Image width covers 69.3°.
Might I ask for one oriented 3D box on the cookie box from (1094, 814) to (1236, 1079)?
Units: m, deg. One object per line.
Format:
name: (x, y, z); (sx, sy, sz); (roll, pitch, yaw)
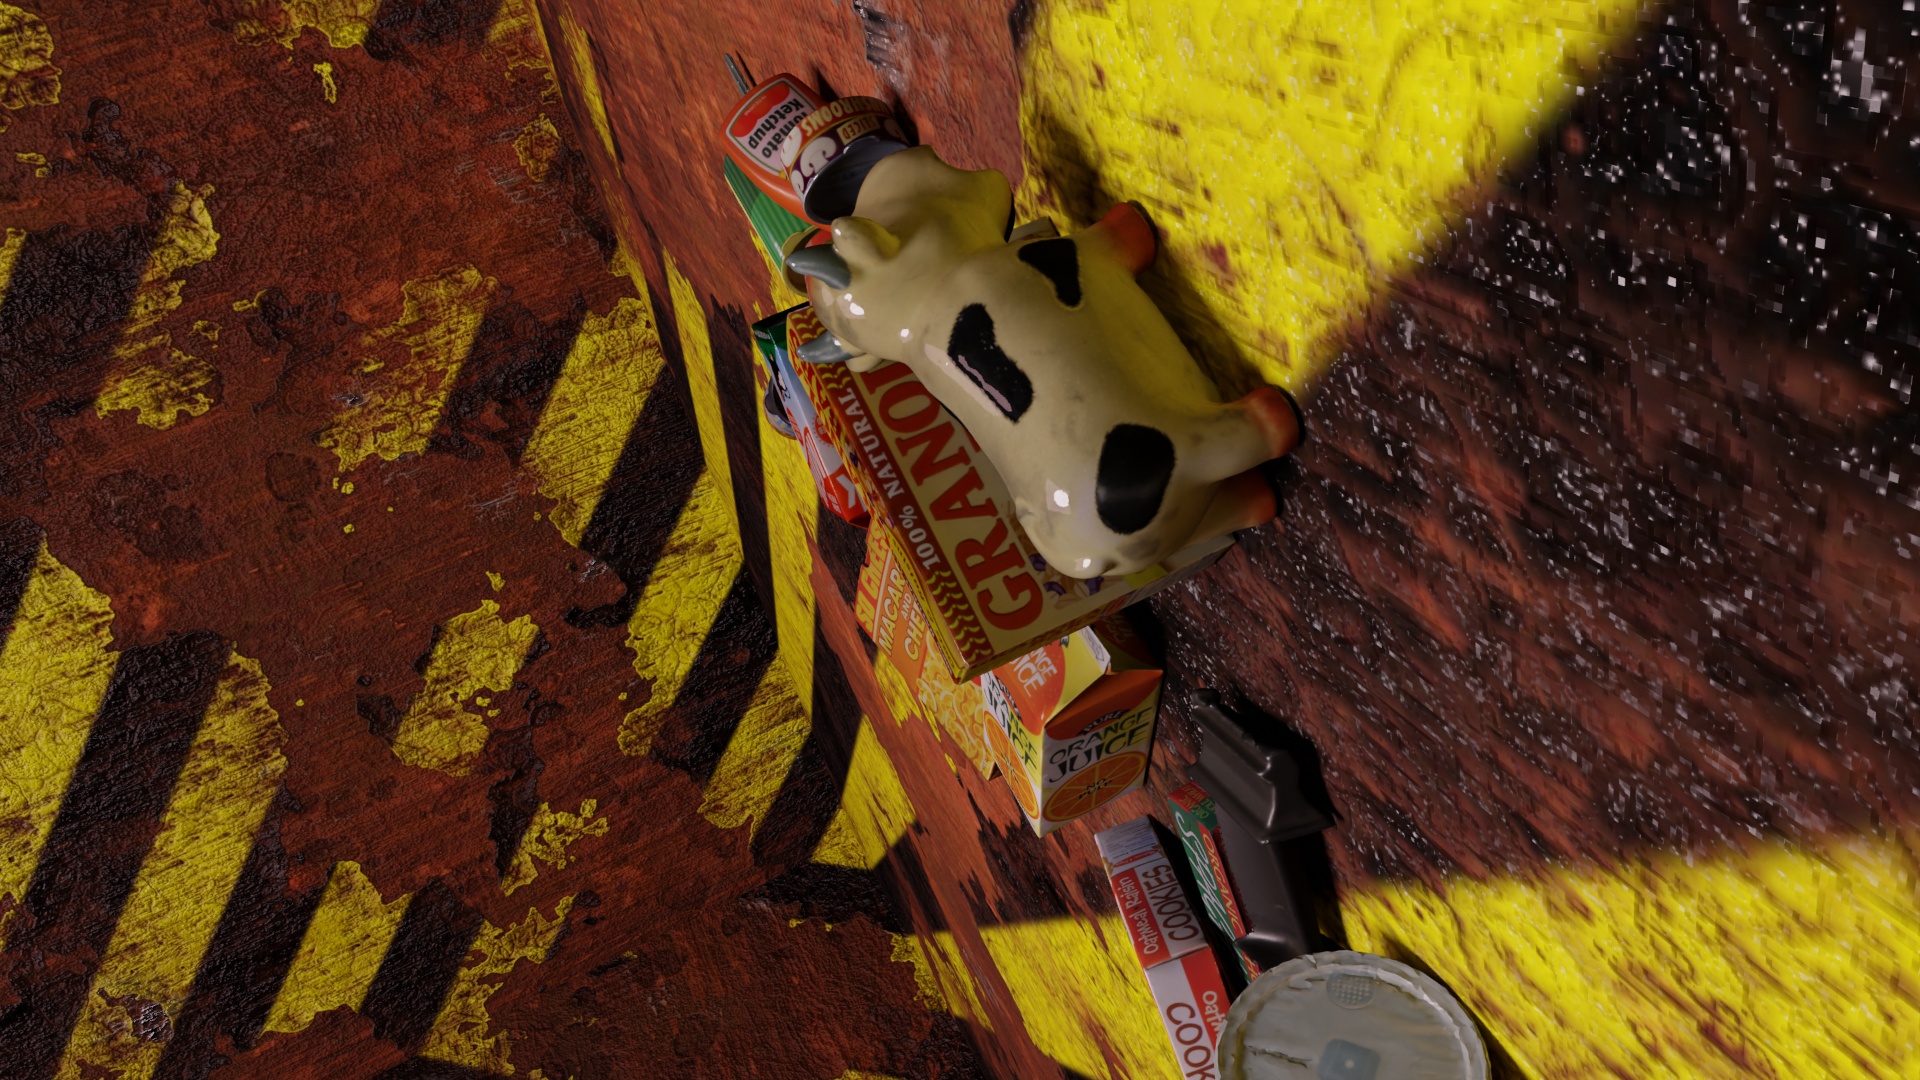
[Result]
cookie box: (0.125, 0.245, 0.778); (0.168, 0.040, 0.122); (-104, -7, -78)

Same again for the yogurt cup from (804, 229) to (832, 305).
yogurt cup: (-0.063, -0.156, 0.839); (0.072, 0.072, 0.054); (90, 161, -61)

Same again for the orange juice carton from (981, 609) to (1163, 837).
orange juice carton: (0.058, 0.083, 0.758); (0.072, 0.073, 0.191); (59, 165, 30)

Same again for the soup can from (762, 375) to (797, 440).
soup can: (-0.136, -0.121, 1.181); (0.071, 0.071, 0.083); (66, 167, -2)

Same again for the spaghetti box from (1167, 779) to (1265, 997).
spaghetti box: (0.164, 0.236, 0.708); (0.249, 0.029, 0.050); (69, 168, -15)

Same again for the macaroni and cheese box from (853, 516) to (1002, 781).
macaroni and cheese box: (-0.004, 0.053, 0.901); (0.167, 0.040, 0.123); (46, 139, 34)

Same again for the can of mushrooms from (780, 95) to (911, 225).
can of mushrooms: (-0.059, -0.201, 0.730); (0.033, 0.071, 0.070); (63, 167, 17)

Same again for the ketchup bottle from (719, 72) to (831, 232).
ketchup bottle: (-0.079, -0.213, 0.814); (0.149, 0.065, 0.043); (48, -179, 30)

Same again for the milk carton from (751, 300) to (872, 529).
milk carton: (-0.080, -0.081, 1.019); (0.190, 0.073, 0.072); (69, 167, -17)

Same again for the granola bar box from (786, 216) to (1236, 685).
granola bar box: (0.018, -0.040, 0.579); (0.166, 0.124, 0.039); (62, 165, 16)

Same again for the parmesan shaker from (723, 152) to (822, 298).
parmesan shaker: (-0.104, -0.214, 0.884); (0.103, 0.071, 0.071); (60, 166, 28)
